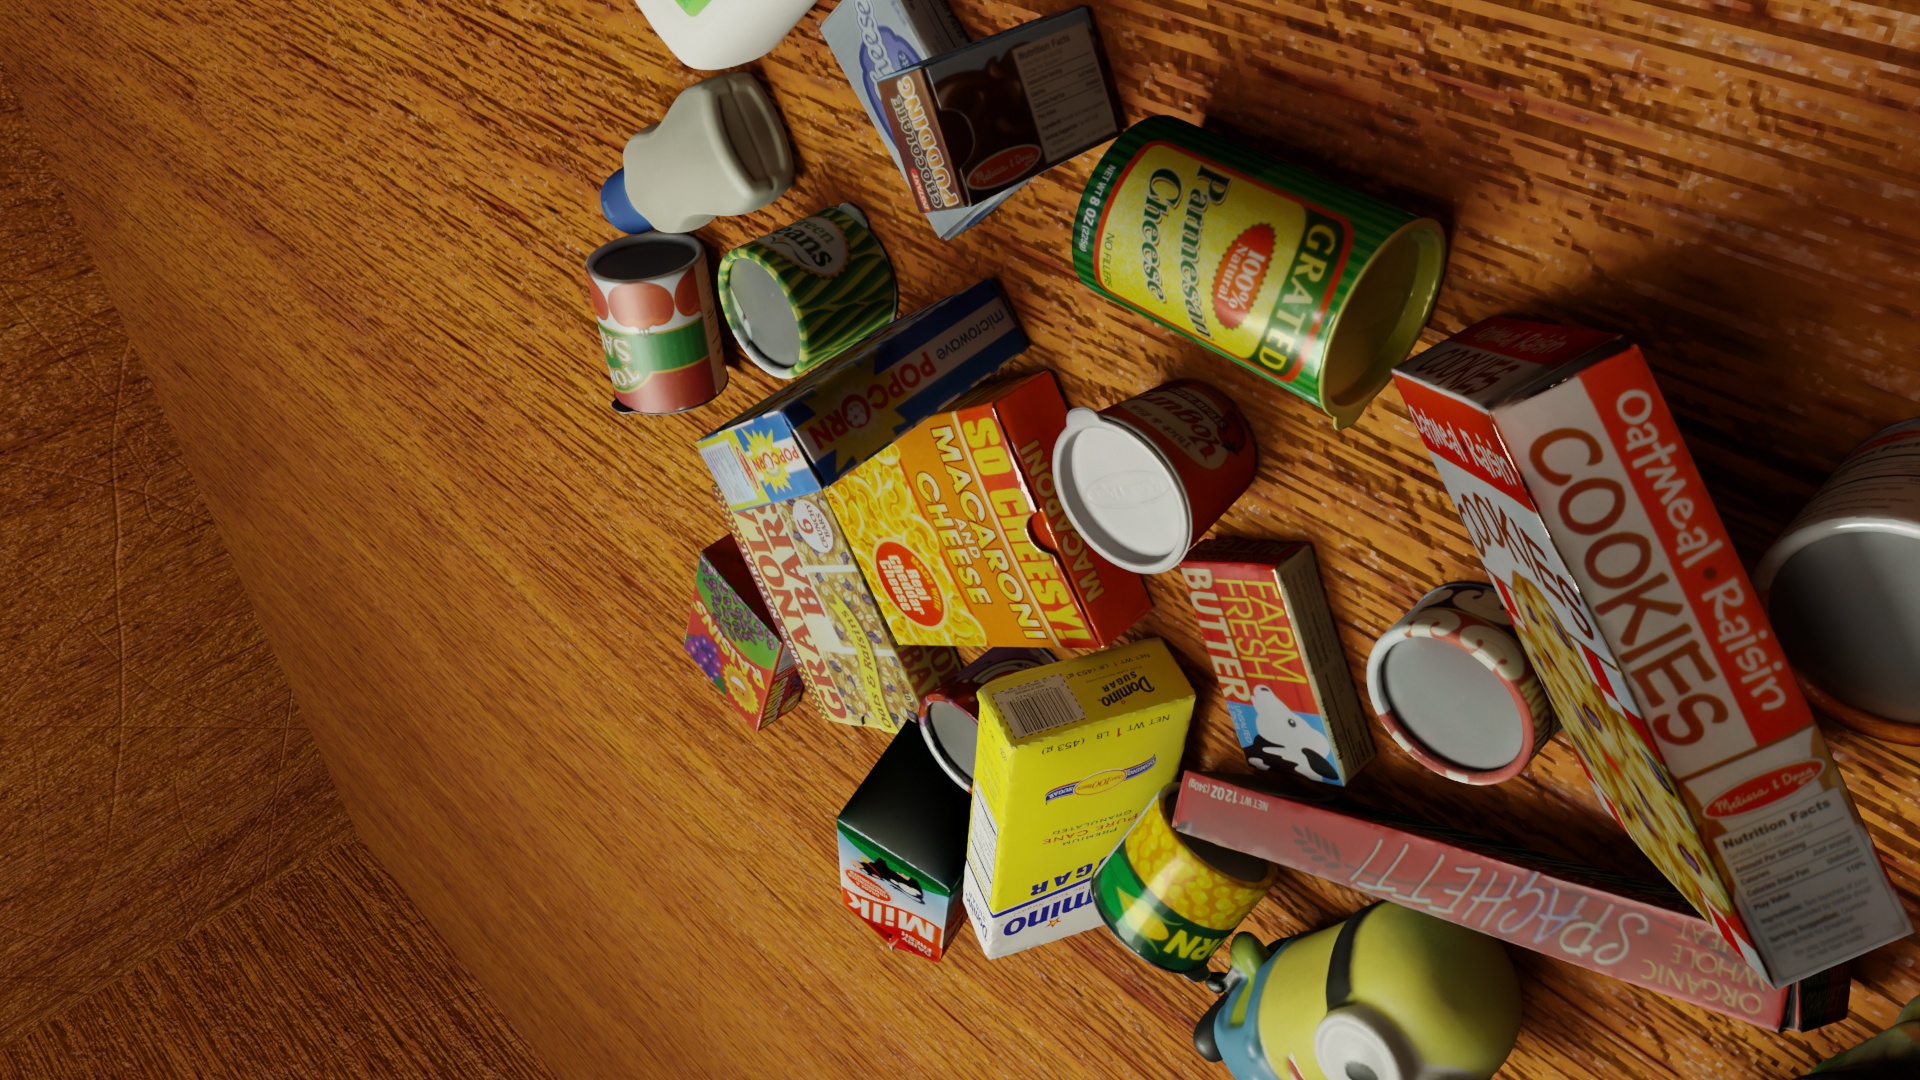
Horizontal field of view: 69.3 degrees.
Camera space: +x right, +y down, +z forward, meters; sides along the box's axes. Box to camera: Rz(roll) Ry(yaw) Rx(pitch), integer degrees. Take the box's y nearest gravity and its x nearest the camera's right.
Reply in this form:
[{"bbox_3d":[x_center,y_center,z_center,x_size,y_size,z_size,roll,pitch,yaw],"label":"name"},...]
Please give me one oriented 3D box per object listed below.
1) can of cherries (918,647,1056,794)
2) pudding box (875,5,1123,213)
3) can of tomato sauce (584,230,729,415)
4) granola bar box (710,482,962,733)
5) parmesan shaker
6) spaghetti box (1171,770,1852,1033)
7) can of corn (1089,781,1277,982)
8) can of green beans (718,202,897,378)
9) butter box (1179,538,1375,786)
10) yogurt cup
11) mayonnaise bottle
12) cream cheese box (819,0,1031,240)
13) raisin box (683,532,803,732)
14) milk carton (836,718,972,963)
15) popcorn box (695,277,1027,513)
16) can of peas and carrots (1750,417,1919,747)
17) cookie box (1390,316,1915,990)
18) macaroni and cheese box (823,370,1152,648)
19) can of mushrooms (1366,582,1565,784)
[{"bbox_3d":[0.021,0.091,0.717,0.071,0.058,0.071,34,141,33],"label":"can of cherries"},{"bbox_3d":[0.015,-0.153,0.492,0.030,0.084,0.049,6,123,51],"label":"pudding box"},{"bbox_3d":[-0.171,-0.122,0.780,0.071,0.071,0.082,29,138,36],"label":"can of tomato sauce"},{"bbox_3d":[-0.070,0.031,0.805,0.124,0.039,0.165,-2,116,53],"label":"granola bar box"},{"bbox_3d":[0.094,-0.090,0.456,0.103,0.071,0.071,34,141,32],"label":"parmesan shaker"},{"bbox_3d":[0.192,0.128,0.527,0.250,0.050,0.028,8,88,50],"label":"spaghetti box"},{"bbox_3d":[0.104,0.156,0.638,0.071,0.071,0.058,42,116,22],"label":"can of corn"},{"bbox_3d":[-0.074,-0.118,0.664,0.071,0.058,0.071,33,140,33],"label":"can of green beans"},{"bbox_3d":[0.130,0.049,0.569,0.053,0.024,0.103,2,119,52],"label":"butter box"},{"bbox_3d":[0.078,-0.028,0.544,0.072,0.054,0.072,33,141,33],"label":"yogurt cup"},{"bbox_3d":[-0.140,-0.189,0.710,0.148,0.041,0.064,-2,114,55],"label":"mayonnaise bottle"},{"bbox_3d":[-0.013,-0.180,0.563,0.103,0.024,0.053,60,148,-4],"label":"cream cheese box"},{"bbox_3d":[-0.139,0.061,0.923,0.086,0.040,0.122,45,144,17],"label":"raisin box"},{"bbox_3d":[-0.022,0.186,0.814,0.073,0.072,0.189,29,152,14],"label":"milk carton"},{"bbox_3d":[-0.043,-0.063,0.606,0.085,0.127,0.038,-9,114,55],"label":"popcorn box"},{"bbox_3d":[0.246,0.012,0.351,0.071,0.059,0.070,34,141,33],"label":"can of peas and carrots"},{"bbox_3d":[0.186,0.020,0.392,0.167,0.040,0.123,61,-169,-7],"label":"cookie box"},{"bbox_3d":[0.002,-0.008,0.674,0.166,0.040,0.123,-5,114,55],"label":"macaroni and cheese box"},{"bbox_3d":[0.183,0.052,0.494,0.071,0.033,0.070,33,140,33],"label":"can of mushrooms"}]
